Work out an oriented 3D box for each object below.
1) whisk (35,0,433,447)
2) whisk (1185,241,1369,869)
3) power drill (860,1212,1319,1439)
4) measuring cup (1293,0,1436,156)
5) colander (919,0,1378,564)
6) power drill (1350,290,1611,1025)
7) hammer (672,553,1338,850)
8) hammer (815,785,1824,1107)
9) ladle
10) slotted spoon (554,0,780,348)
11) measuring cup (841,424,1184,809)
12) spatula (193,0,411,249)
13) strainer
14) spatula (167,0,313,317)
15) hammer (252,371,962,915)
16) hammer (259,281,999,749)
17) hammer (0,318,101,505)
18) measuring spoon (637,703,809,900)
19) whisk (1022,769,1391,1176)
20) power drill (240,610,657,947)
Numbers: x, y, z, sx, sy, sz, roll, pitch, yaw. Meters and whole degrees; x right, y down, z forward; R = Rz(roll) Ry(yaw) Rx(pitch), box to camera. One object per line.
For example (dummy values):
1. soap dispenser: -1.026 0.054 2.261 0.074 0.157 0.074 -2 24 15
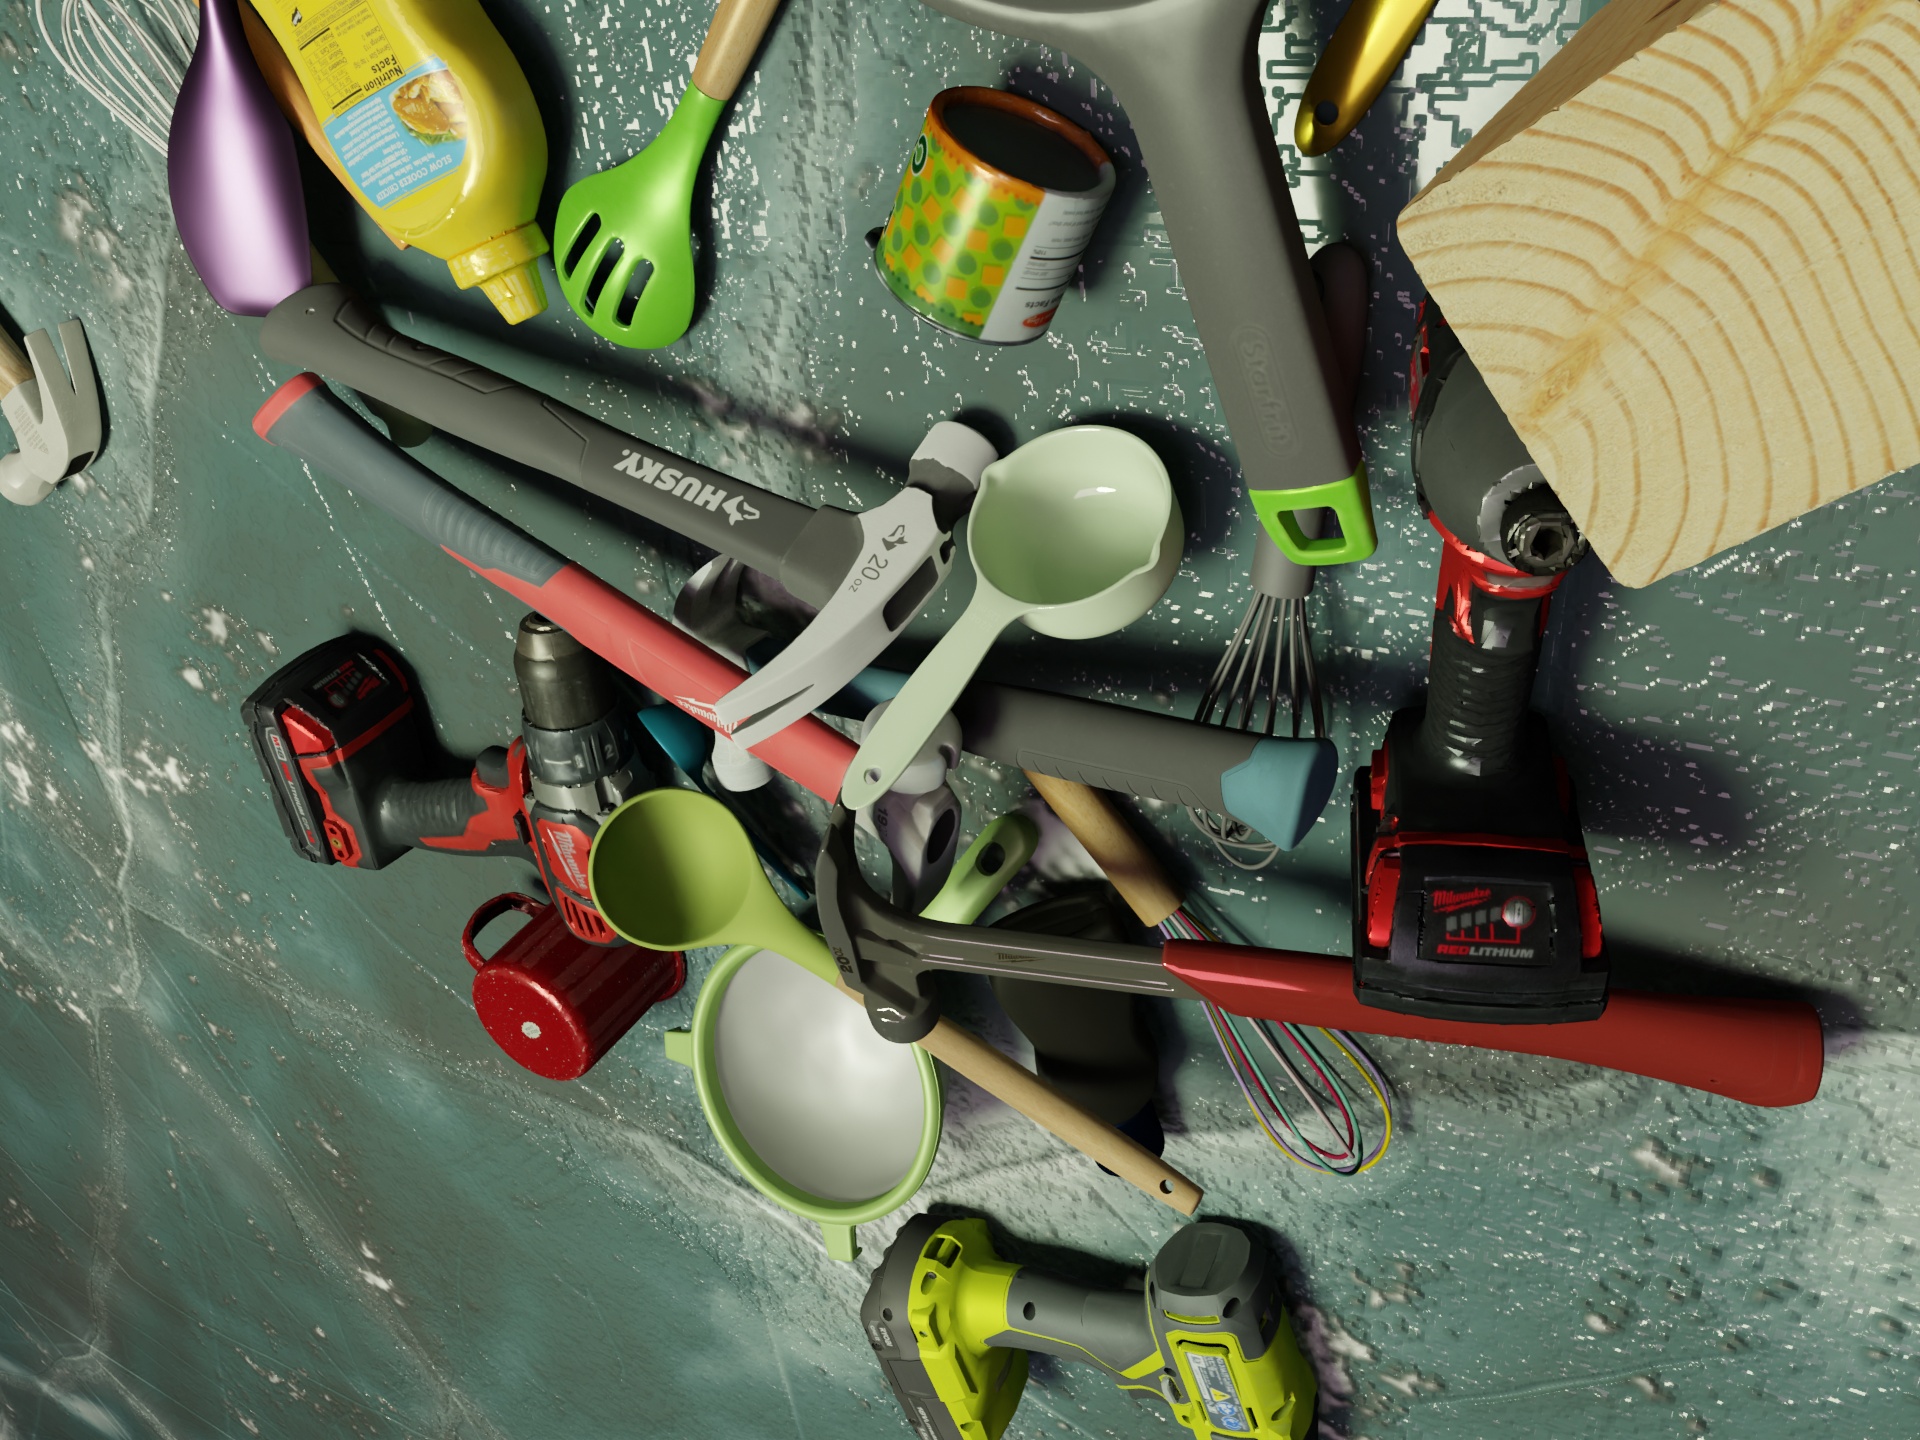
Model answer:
1. whisk: -0.319 -0.230 0.718 0.246 0.059 0.058 58 170 -19
2. whisk: 0.115 -0.048 0.563 0.055 0.055 0.238 17 124 22
3. power drill: 0.073 0.339 0.839 0.223 0.080 0.171 -5 117 32
4. measuring cup: 0.132 -0.223 0.440 0.062 0.029 0.156 36 132 7
5. colander: 0.065 -0.228 0.446 0.204 0.094 0.396 -2 128 34
6. power drill: 0.164 -0.017 0.486 0.078 0.143 0.219 2 125 12
7. hammer: -0.001 -0.002 0.638 0.331 0.033 0.128 13 127 40
8. hammer: 0.125 0.095 0.592 0.359 0.037 0.149 5 143 12
9. ladle: -0.035 0.127 0.709 0.320 0.062 0.078 29 90 21
10. slotted spoon: -0.081 -0.248 0.564 0.070 0.031 0.313 41 132 -1
11. measuring cup: 0.017 -0.030 0.573 0.083 0.167 0.038 34 173 33
12. spatula: -0.332 -0.340 0.666 0.081 0.041 0.322 -24 110 41
13. strainer: -0.030 0.133 0.780 0.151 0.069 0.256 46 117 17
14. spatula: -0.304 -0.319 0.638 0.060 0.018 0.315 5 118 0
15. hammer: -0.164 -0.040 0.699 0.386 0.038 0.143 32 145 18
16. hammer: -0.160 -0.107 0.646 0.335 0.146 0.035 25 159 21
17. hammer: -0.581 -0.280 0.860 0.130 0.031 0.331 -19 109 40
18. measuring spoon: -0.110 0.038 0.788 0.128 0.021 0.042 51 175 -18
19. whisk: 0.099 0.101 0.680 0.245 0.051 0.047 51 139 -4
20. power drill: -0.259 0.015 0.829 0.227 0.080 0.187 11 126 23
